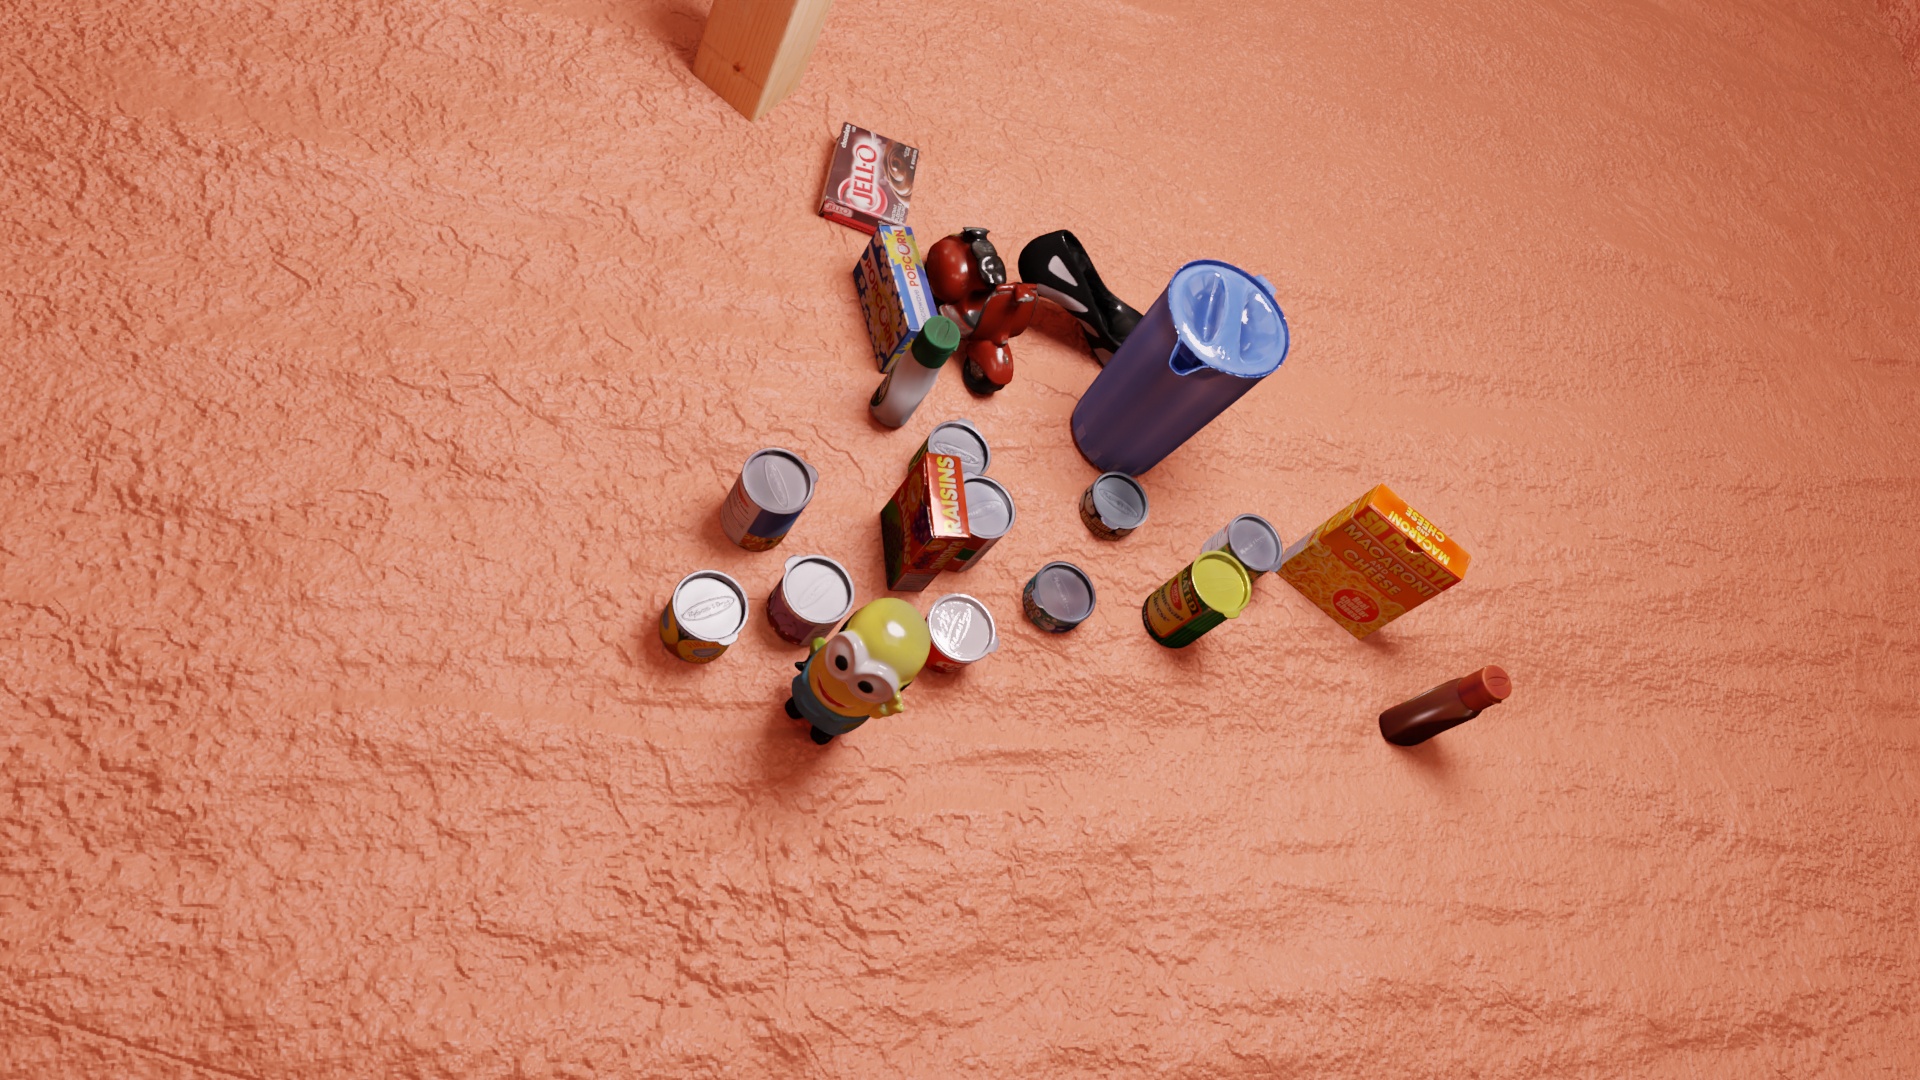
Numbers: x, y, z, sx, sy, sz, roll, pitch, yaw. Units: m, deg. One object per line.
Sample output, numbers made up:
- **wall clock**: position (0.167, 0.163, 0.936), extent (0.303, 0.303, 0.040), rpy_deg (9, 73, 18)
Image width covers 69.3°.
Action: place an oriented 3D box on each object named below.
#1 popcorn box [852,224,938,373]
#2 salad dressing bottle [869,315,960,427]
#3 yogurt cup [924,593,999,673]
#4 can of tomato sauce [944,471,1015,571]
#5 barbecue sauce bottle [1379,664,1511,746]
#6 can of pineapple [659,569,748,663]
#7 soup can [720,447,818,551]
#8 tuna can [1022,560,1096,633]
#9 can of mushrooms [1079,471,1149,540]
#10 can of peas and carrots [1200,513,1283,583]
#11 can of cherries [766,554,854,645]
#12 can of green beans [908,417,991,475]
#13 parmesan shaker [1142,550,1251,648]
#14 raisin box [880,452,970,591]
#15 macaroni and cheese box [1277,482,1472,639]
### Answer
- **popcorn box**: position (-0.066, -0.244, 1.411), extent (0.038, 0.085, 0.127), rpy_deg (-5, 68, -27)
- **salad dressing bottle**: position (-0.044, -0.163, 1.342), extent (0.044, 0.147, 0.064), rpy_deg (29, 57, -9)
- **yogurt cup**: position (-0.008, 0.089, 1.286), extent (0.072, 0.053, 0.072), rpy_deg (11, 61, -20)
- **can of tomato sauce**: position (0.005, -0.017, 1.329), extent (0.071, 0.082, 0.071), rpy_deg (11, 61, -20)
- **barbecue sauce bottle**: position (0.499, 0.169, 1.422), extent (0.065, 0.148, 0.044), rpy_deg (1, 65, -25)
- **can of pineapple**: position (-0.221, 0.068, 1.197), extent (0.071, 0.057, 0.071), rpy_deg (11, 61, -20)
- **soup can**: position (-0.173, -0.036, 1.256), extent (0.071, 0.083, 0.071), rpy_deg (11, 61, -20)
- **tuna can**: position (0.095, 0.057, 1.363), extent (0.071, 0.032, 0.071), rpy_deg (11, 61, -20)
- **can of mushrooms**: position (0.158, -0.034, 1.438), extent (0.071, 0.033, 0.071), rpy_deg (11, 61, -20)
- **can of peas and carrots**: position (0.297, 0.015, 1.462), extent (0.071, 0.058, 0.071), rpy_deg (11, 61, -20)
- **can of cherries**: position (-0.136, 0.052, 1.244), extent (0.071, 0.058, 0.072), rpy_deg (11, 61, -20)
- **can of green beans**: position (-0.011, -0.076, 1.367), extent (0.071, 0.057, 0.071), rpy_deg (11, 61, -20)
- **parmesan shaker**: position (0.234, 0.063, 1.381), extent (0.071, 0.102, 0.071), rpy_deg (11, 61, -20)
- **raisin box**: position (-0.035, -0.015, 1.286), extent (0.040, 0.123, 0.086), rpy_deg (5, 63, -23)
- **macaroni and cheese box**: position (0.428, 0.026, 1.452), extent (0.124, 0.165, 0.040), rpy_deg (39, 56, -3)
